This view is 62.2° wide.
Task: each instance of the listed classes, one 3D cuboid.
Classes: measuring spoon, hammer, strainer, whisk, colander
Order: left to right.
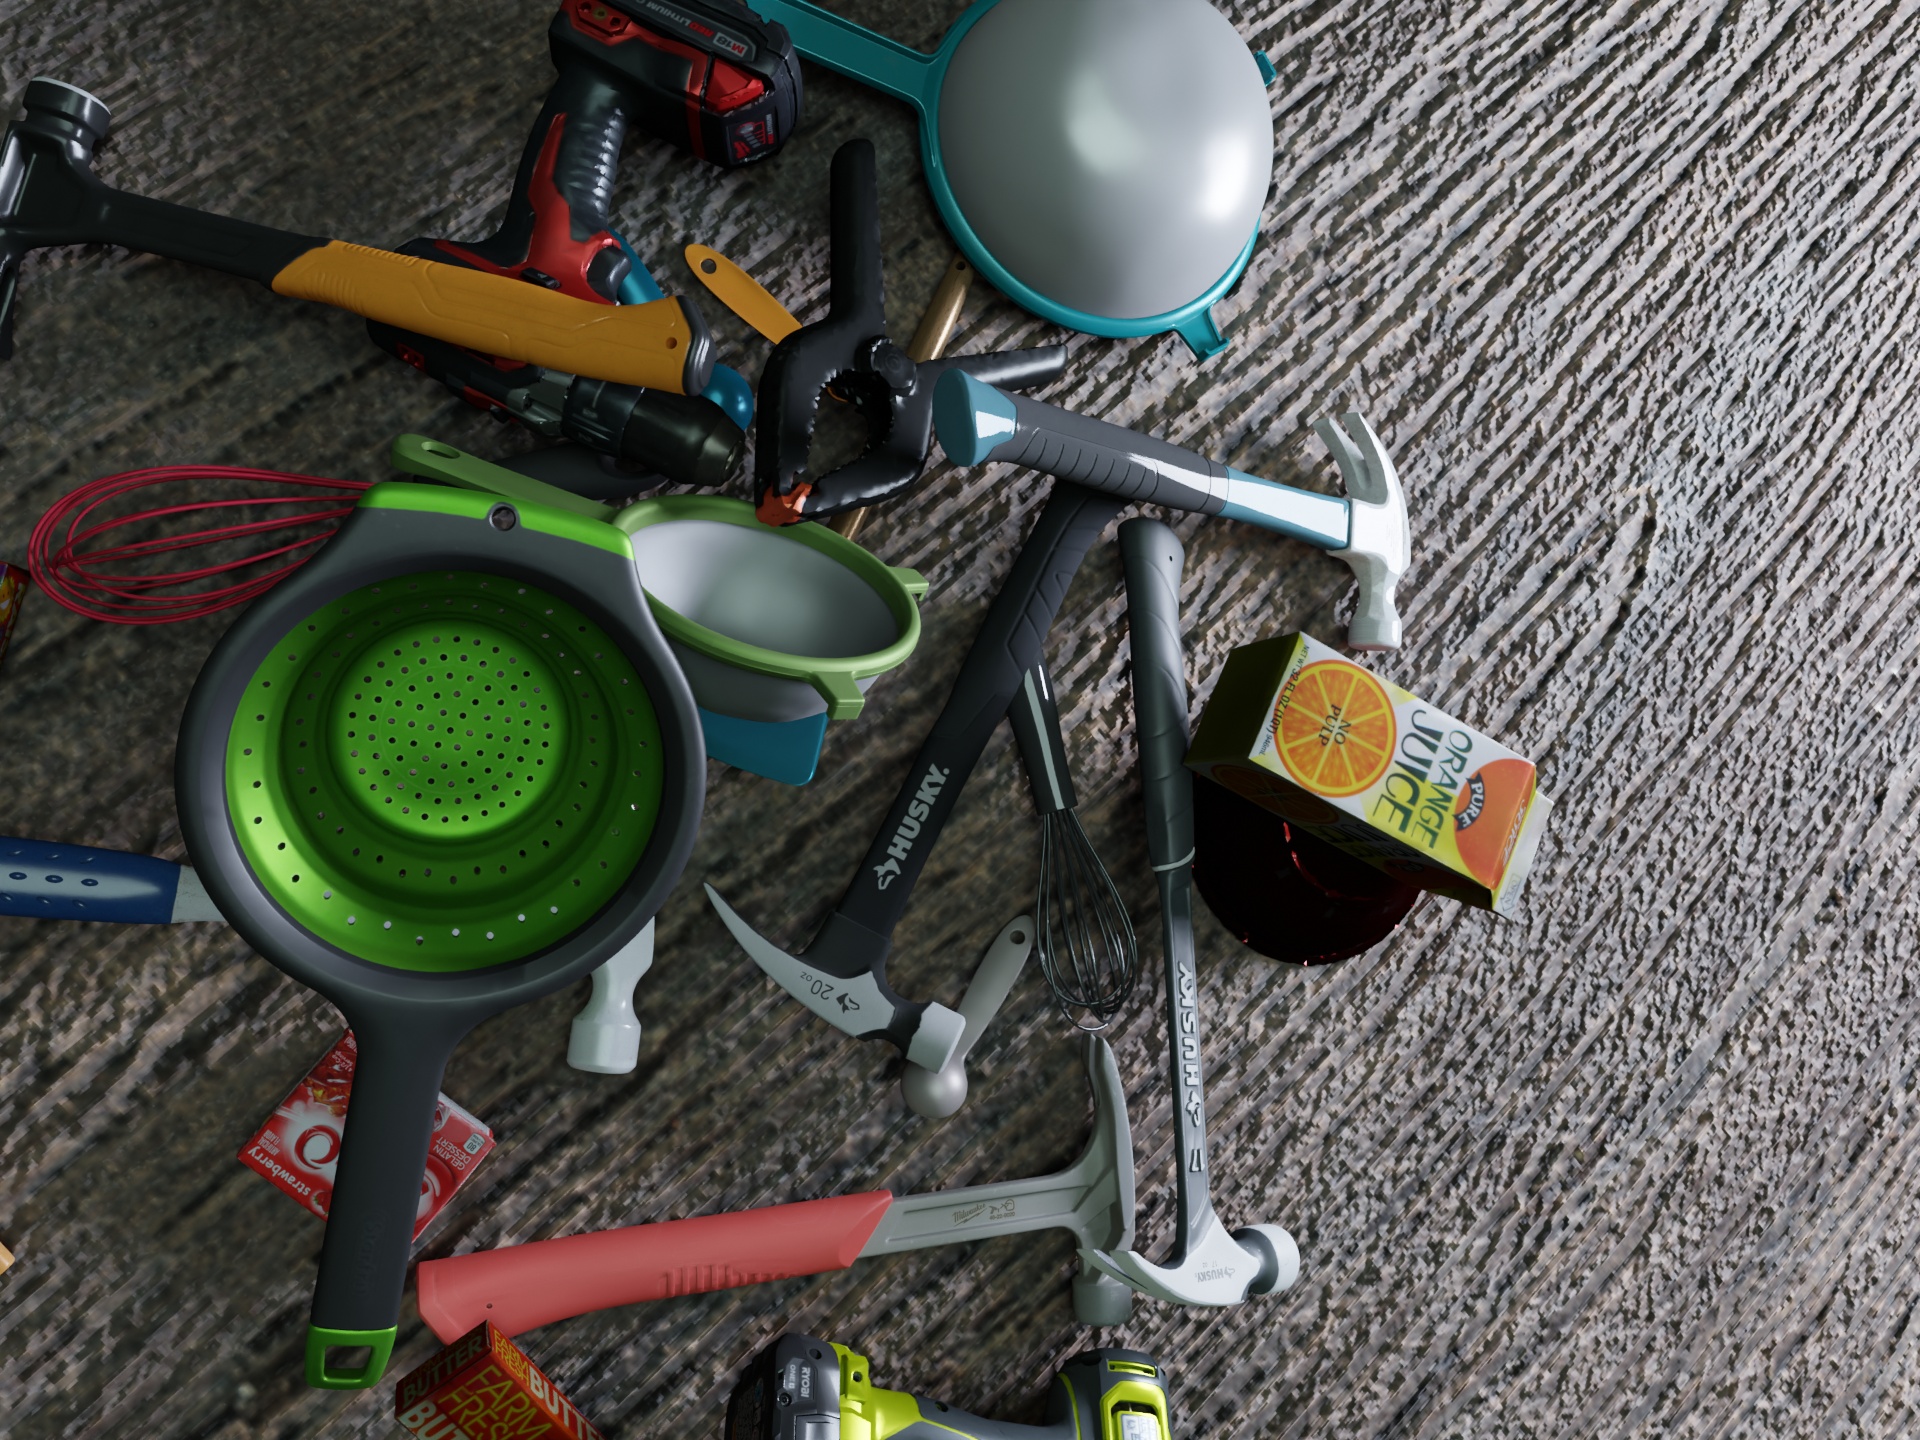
[{"bbox_3d":[-0.335,0.072,0.707,0.405,0.035,0.144,9,82,-24],"label":"hammer"},{"bbox_3d":[-0.276,-0.192,0.716,0.337,0.034,0.127,14,85,3],"label":"hammer"},{"bbox_3d":[-0.276,-0.101,0.755,0.295,0.073,0.073,-15,90,-24],"label":"whisk"},{"bbox_3d":[-0.236,0.093,0.693,0.204,0.095,0.397,10,100,-21],"label":"colander"},{"bbox_3d":[-0.148,-0.060,0.740,0.256,0.152,0.069,21,119,1],"label":"strainer"},{"bbox_3d":[-0.150,-0.201,0.816,0.042,0.021,0.128,-36,97,-16],"label":"measuring spoon"},{"bbox_3d":[-0.100,-0.210,0.841,0.117,0.011,0.021,40,76,-7],"label":"measuring spoon"},{"bbox_3d":[-0.083,0.250,0.794,0.359,0.037,0.149,-3,86,-17],"label":"hammer"},{"bbox_3d":[-0.001,-0.003,0.815,0.146,0.035,0.335,27,80,3],"label":"hammer"},{"bbox_3d":[0.008,0.148,0.823,0.034,0.018,0.124,27,60,9],"label":"measuring spoon"},{"bbox_3d":[0.033,-0.337,0.833,0.340,0.095,0.211,16,78,-19],"label":"strainer"},{"bbox_3d":[0.048,0.047,0.847,0.055,0.055,0.239,-12,85,-17],"label":"whisk"},{"bbox_3d":[0.108,0.090,0.827,0.149,0.036,0.409,13,70,-47],"label":"hammer"},{"bbox_3d":[0.124,-0.123,0.833,0.330,0.033,0.128,9,82,-37],"label":"hammer"}]

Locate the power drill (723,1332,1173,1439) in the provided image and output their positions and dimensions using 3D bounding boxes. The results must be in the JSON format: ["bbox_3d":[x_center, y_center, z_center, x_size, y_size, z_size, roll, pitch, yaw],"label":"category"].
[{"bbox_3d":[0.004,0.381,0.751,0.223,0.080,0.171,15,46,-19],"label":"power drill"}]

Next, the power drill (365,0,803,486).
[{"bbox_3d":[-0.156,-0.236,0.776,0.188,0.080,0.227,27,81,0],"label":"power drill"}]

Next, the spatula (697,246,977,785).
[{"bbox_3d":[-0.054,-0.117,0.828,0.082,0.044,0.317,21,78,7],"label":"spatula"}]

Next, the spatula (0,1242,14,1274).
[{"bbox_3d":[-0.525,0.121,0.678,0.081,0.041,0.322,-43,102,-15],"label":"spatula"}]
